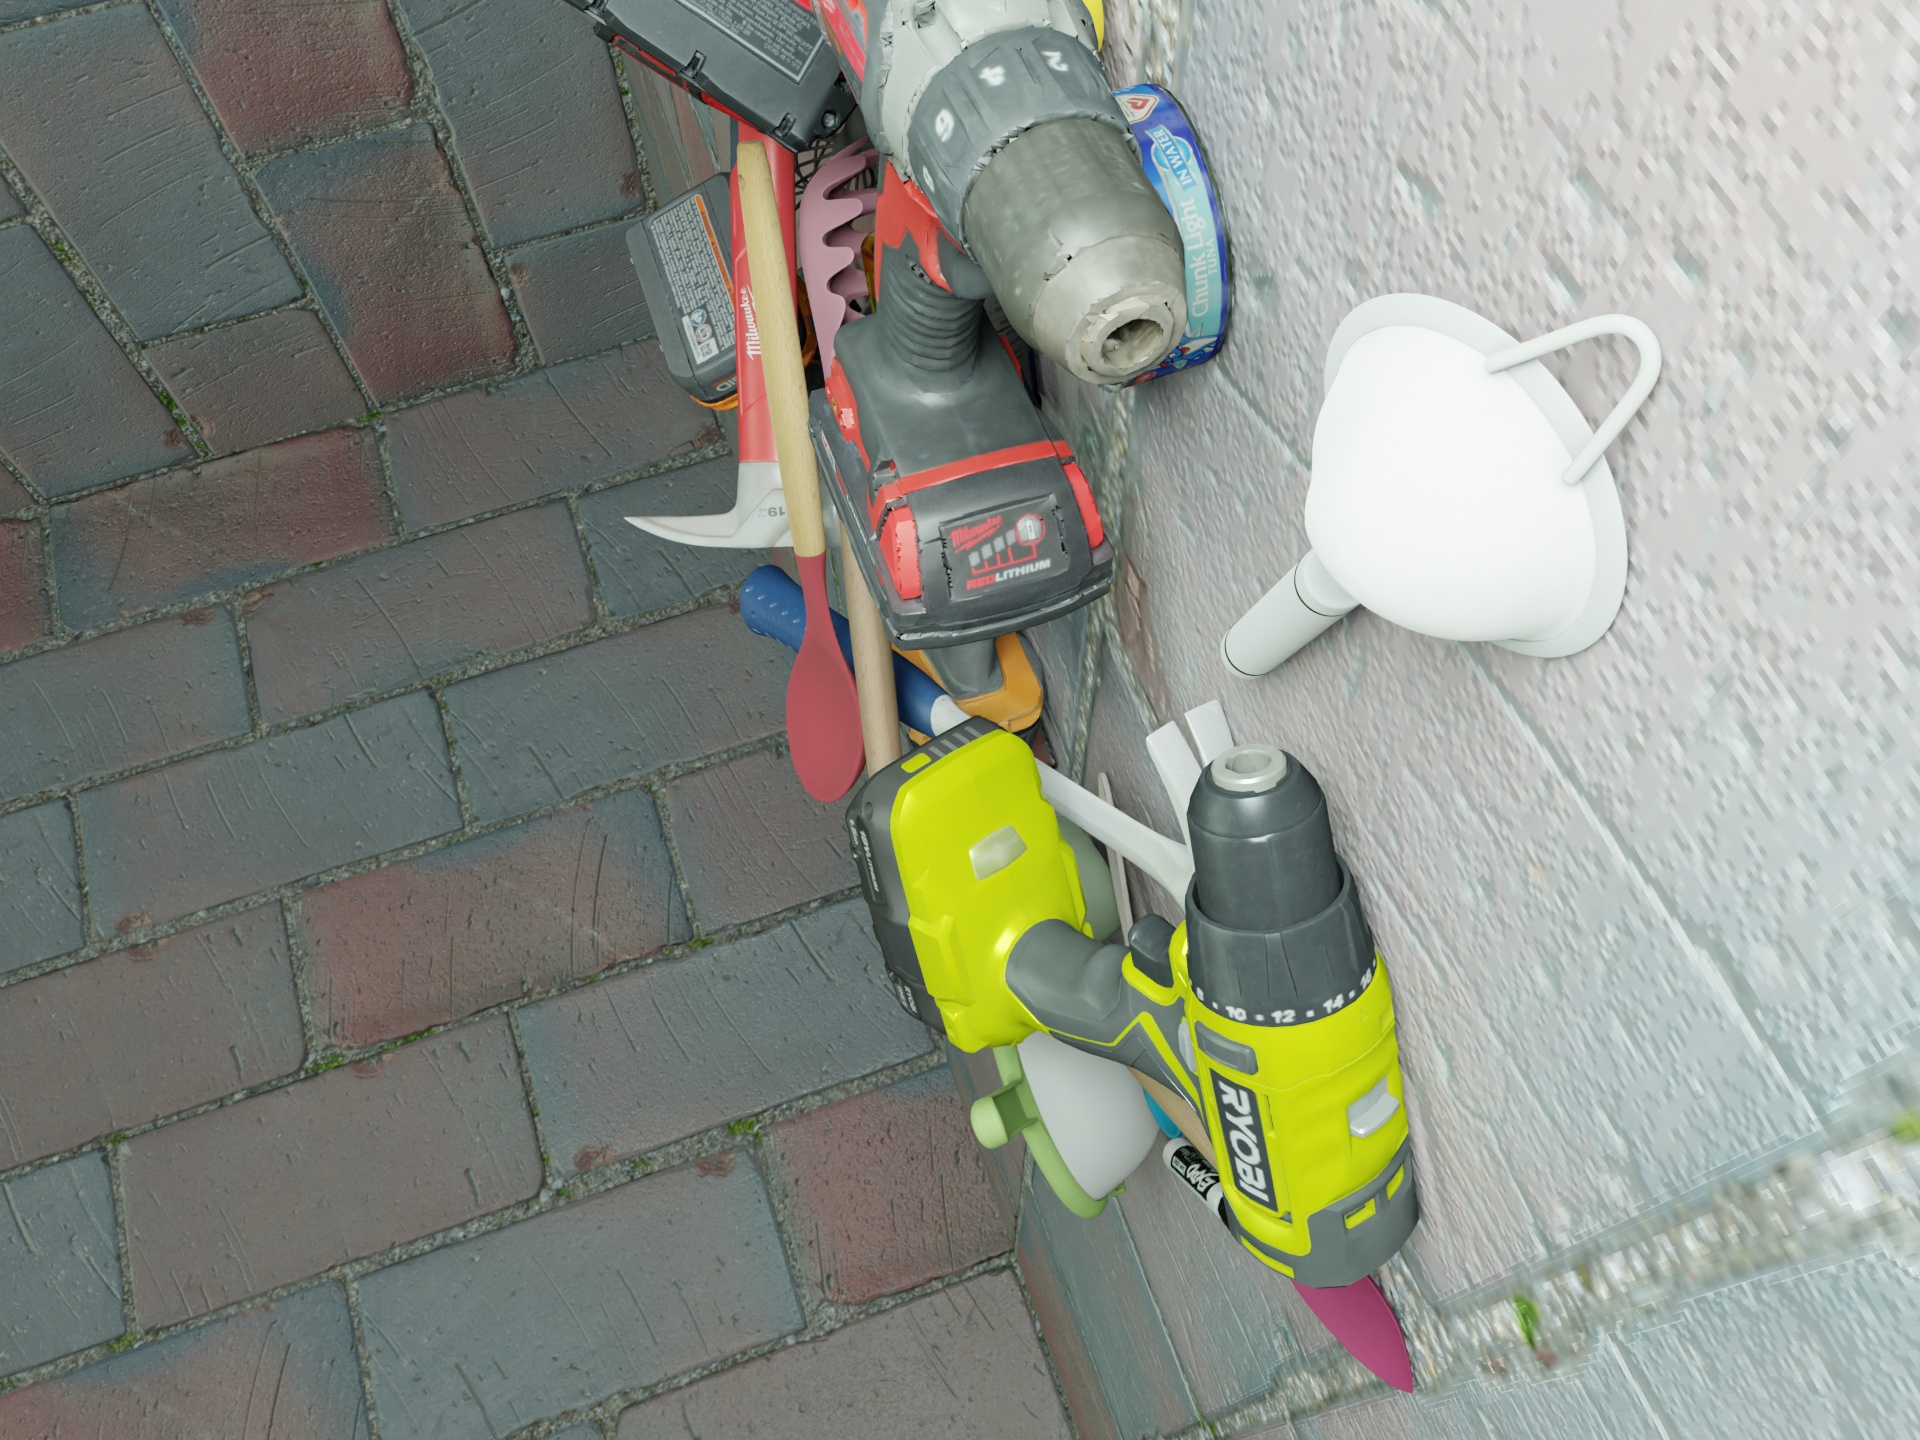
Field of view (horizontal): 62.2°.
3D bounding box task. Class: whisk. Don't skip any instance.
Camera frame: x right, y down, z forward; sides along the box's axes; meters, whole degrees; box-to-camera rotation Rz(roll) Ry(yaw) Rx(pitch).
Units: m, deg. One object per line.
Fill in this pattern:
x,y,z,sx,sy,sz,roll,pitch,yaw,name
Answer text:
-0.059,-0.302,0.848,0.239,0.055,0.055,-156,48,-74,whisk

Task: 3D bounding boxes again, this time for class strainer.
0.096,-0.036,0.403,0.087,0.050,0.258,57,174,6,strainer
0.062,0.193,0.857,0.256,0.069,0.151,28,-141,-75,strainer

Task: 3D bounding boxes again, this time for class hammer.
-0.112,-0.281,0.801,0.038,0.143,0.386,-13,-76,-58,hammer
-0.001,-0.002,0.748,0.406,0.035,0.144,33,142,49,hammer

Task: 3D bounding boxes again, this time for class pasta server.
-0.040,-0.098,0.713,0.060,0.040,0.316,-12,-84,-78,pasta server

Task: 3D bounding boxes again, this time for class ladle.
-0.074,-0.102,0.731,0.069,0.031,0.315,30,135,45,ladle

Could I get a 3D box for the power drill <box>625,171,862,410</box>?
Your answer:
-0.107,-0.240,0.971,0.226,0.084,0.164,21,-134,-67,power drill

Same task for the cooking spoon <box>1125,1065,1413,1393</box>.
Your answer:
0.116,0.193,0.740,0.319,0.017,0.068,42,152,63,cooking spoon

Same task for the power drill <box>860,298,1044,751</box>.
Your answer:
-0.012,-0.100,0.852,0.226,0.084,0.186,92,159,-54,power drill

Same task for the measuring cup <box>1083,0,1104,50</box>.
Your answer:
0.026,-0.230,0.532,0.156,0.029,0.062,-75,-31,-83,measuring cup

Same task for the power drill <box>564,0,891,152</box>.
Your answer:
-0.109,-0.294,0.635,0.143,0.078,0.220,28,-170,-24,power drill

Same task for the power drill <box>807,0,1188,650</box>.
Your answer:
0.006,-0.114,0.463,0.226,0.080,0.188,91,160,-57,power drill

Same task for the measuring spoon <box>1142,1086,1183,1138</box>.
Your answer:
0.127,0.201,0.798,0.129,0.021,0.042,-166,59,-70,measuring spoon

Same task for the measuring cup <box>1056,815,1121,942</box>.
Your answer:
0.085,0.125,0.869,0.167,0.038,0.083,56,173,0,measuring cup

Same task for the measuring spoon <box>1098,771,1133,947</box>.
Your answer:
0.089,0.086,0.814,0.034,0.018,0.124,176,83,-82,measuring spoon

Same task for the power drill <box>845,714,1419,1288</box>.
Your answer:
0.057,0.076,0.572,0.229,0.080,0.190,21,133,50,power drill
